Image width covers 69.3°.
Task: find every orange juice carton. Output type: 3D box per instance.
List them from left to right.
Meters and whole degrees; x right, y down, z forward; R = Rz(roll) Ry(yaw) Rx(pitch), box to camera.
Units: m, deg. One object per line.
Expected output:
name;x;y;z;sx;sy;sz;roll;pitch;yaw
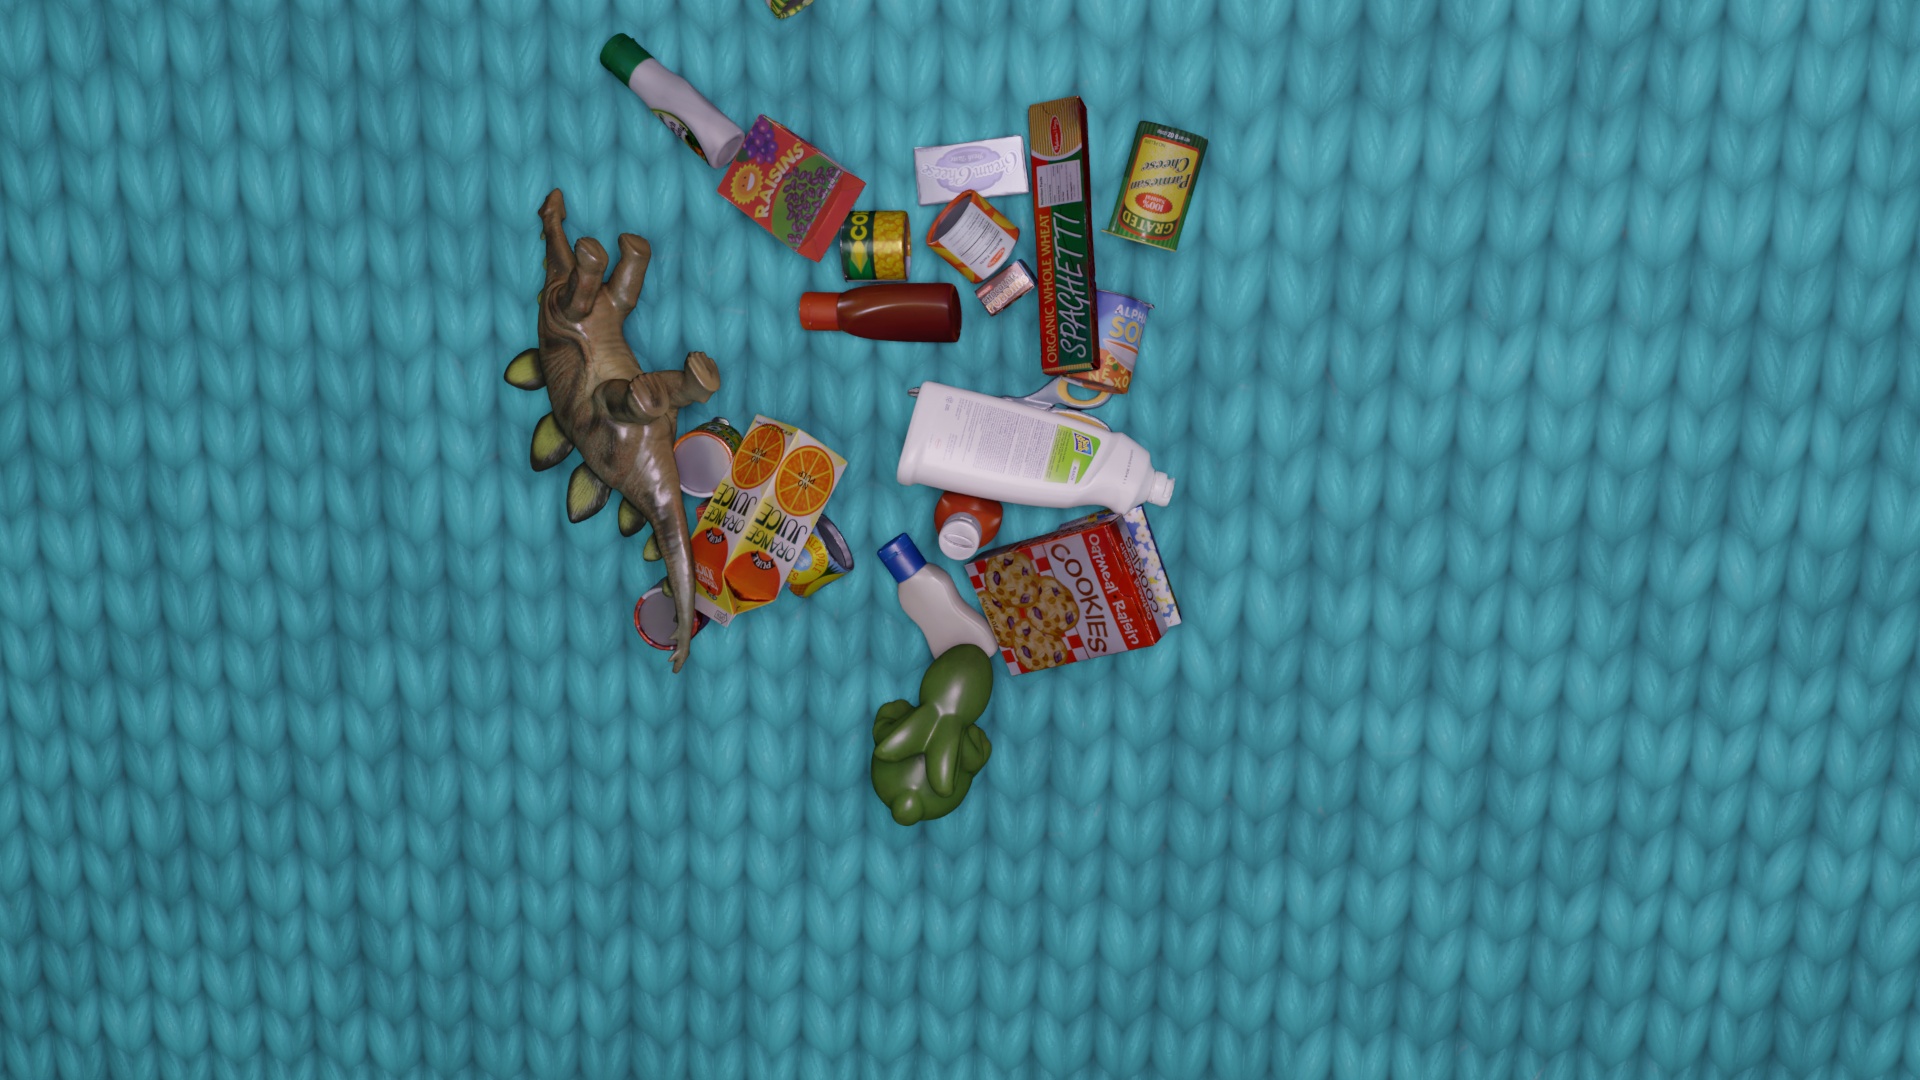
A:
orange juice carton;-0.193;-0.014;1.310;0.073;0.072;0.193;34;81;-45

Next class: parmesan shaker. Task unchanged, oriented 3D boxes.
parmesan shaker;0.175;-0.320;1.254;0.071;0.071;0.102;16;104;2

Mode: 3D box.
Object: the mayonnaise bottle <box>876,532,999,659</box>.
mayonnaise bottle;-0.026;0.061;1.372;0.064;0.041;0.148;-33;97;18

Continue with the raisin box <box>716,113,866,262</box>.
raisin box;-0.155;-0.323;1.269;0.123;0.040;0.086;40;105;28

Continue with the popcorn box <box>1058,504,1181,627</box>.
popcorn box;0.155;0.032;1.350;0.085;0.038;0.126;-19;100;9

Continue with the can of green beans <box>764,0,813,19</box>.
can of green beans;-0.155;-0.510;1.242;0.071;0.071;0.058;-35;98;12

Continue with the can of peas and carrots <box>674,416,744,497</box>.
can of peas and carrots;-0.244;-0.081;1.350;0.071;0.059;0.070;1;103;5

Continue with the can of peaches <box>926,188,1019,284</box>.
can of peaches;0.010;-0.278;1.268;0.058;0.071;0.071;36;104;-25

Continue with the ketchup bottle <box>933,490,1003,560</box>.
ketchup bottle;0.005;-0.016;1.296;0.065;0.149;0.043;18;103;1

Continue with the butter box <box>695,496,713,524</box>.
butter box;-0.237;0.009;1.373;0.024;0.053;0.103;-7;102;5

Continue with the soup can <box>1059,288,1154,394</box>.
soup can;0.135;-0.182;1.279;0.071;0.071;0.083;14;91;2

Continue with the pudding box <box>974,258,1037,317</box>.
pudding box;0.043;-0.233;1.277;0.049;0.084;0.030;-34;97;12

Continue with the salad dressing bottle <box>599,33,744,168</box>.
salad dressing bottle;-0.267;-0.407;1.281;0.148;0.064;0.044;42;85;4

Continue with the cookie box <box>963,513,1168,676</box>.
cookie box;0.099;0.054;1.323;0.167;0.040;0.122;-16;101;36

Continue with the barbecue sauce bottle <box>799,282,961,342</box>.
barbecue sauce bottle;-0.076;-0.215;1.307;0.148;0.064;0.044;2;62;11

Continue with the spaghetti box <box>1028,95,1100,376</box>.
spaghetti box;0.093;-0.272;1.250;0.050;0.029;0.250;-5;84;20

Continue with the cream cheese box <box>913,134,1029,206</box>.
cream cheese box;0.010;-0.342;1.286;0.104;0.024;0.053;-5;103;6

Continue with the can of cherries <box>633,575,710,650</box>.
can of cherries;-0.286;0.073;1.389;0.071;0.058;0.071;1;102;5

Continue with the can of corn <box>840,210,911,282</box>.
can of corn;-0.078;-0.275;1.286;0.058;0.071;0.071;0;103;4

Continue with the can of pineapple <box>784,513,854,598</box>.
can of pineapple;-0.146;0.015;1.358;0.058;0.071;0.071;-31;98;12
